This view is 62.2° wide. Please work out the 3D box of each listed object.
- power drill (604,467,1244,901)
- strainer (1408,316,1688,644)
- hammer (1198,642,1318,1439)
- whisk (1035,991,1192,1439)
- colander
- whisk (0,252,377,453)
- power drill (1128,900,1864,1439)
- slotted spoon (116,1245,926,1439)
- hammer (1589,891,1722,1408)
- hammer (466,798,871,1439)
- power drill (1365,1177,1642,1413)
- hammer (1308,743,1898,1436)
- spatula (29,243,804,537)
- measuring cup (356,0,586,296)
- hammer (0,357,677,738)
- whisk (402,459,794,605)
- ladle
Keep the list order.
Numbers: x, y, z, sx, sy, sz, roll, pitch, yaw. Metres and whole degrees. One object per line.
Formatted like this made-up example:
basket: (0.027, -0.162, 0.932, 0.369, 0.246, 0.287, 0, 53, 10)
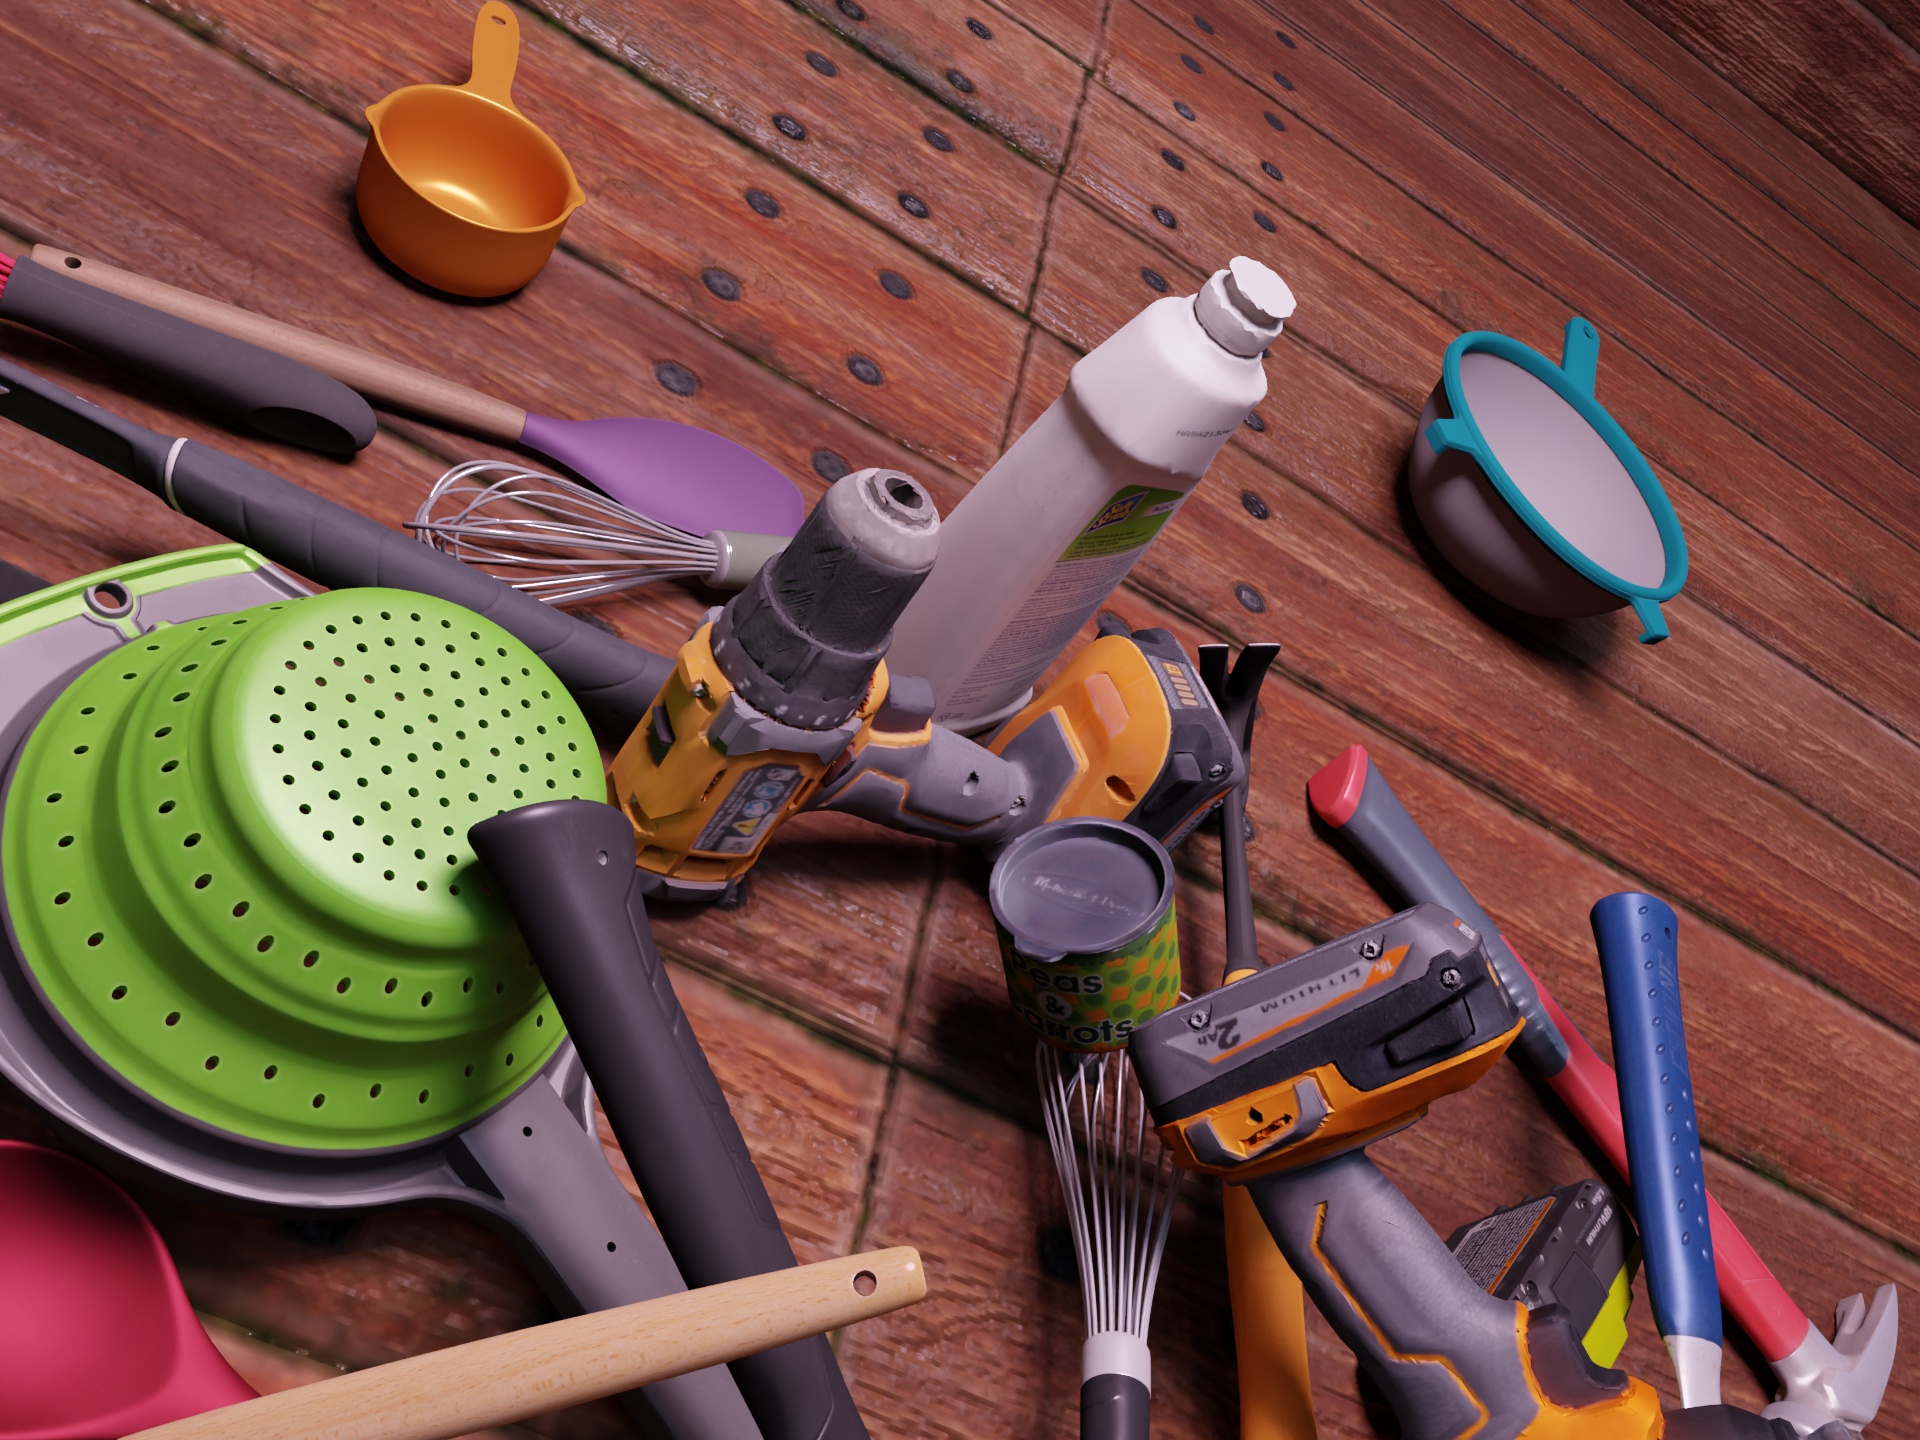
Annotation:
power drill: (-0.001, -0.002, 0.587, 0.226, 0.185, 0.084, 8, 44, -36)
strainer: (0.383, -0.177, 1.075, 0.211, 0.095, 0.340, 40, 41, -7)
hammer: (0.116, 0.132, 0.633, 0.034, 0.127, 0.337, 0, 57, 3)
whisk: (0.051, 0.189, 0.533, 0.070, 0.070, 0.285, 30, 33, -14)
colander: (-0.122, 0.095, 0.457, 0.397, 0.094, 0.204, 53, 38, 2)
whisk: (-0.347, -0.158, 0.545, 0.295, 0.073, 0.073, 22, 47, -29)
power drill: (0.165, 0.176, 0.504, 0.226, 0.164, 0.084, 67, 18, 11)
slotted spoon: (-0.160, 0.164, 0.355, 0.313, 0.031, 0.070, -12, 68, -8)
hammer: (0.269, 0.240, 0.587, 0.144, 0.035, 0.406, 29, 48, -21)
hammer: (-0.049, 0.175, 0.420, 0.146, 0.035, 0.335, -31, 99, -60)
power drill: (0.281, 0.306, 0.632, 0.190, 0.080, 0.228, -26, 78, -46)
hammer: (0.312, 0.169, 0.789, 0.143, 0.038, 0.386, -24, 73, -46)
spatula: (-0.206, -0.131, 0.656, 0.315, 0.018, 0.060, 16, 56, -28)
measuring cup: (-0.223, -0.262, 0.724, 0.095, 0.052, 0.174, 16, 48, -27)
hammer: (-0.268, -0.092, 0.514, 0.408, 0.149, 0.036, 27, 49, -26)
whisk: (-0.109, -0.068, 0.660, 0.246, 0.059, 0.058, 1, 95, -41)
ladle: (-0.146, 0.212, 0.424, 0.315, 0.031, 0.069, 36, 47, -11)
